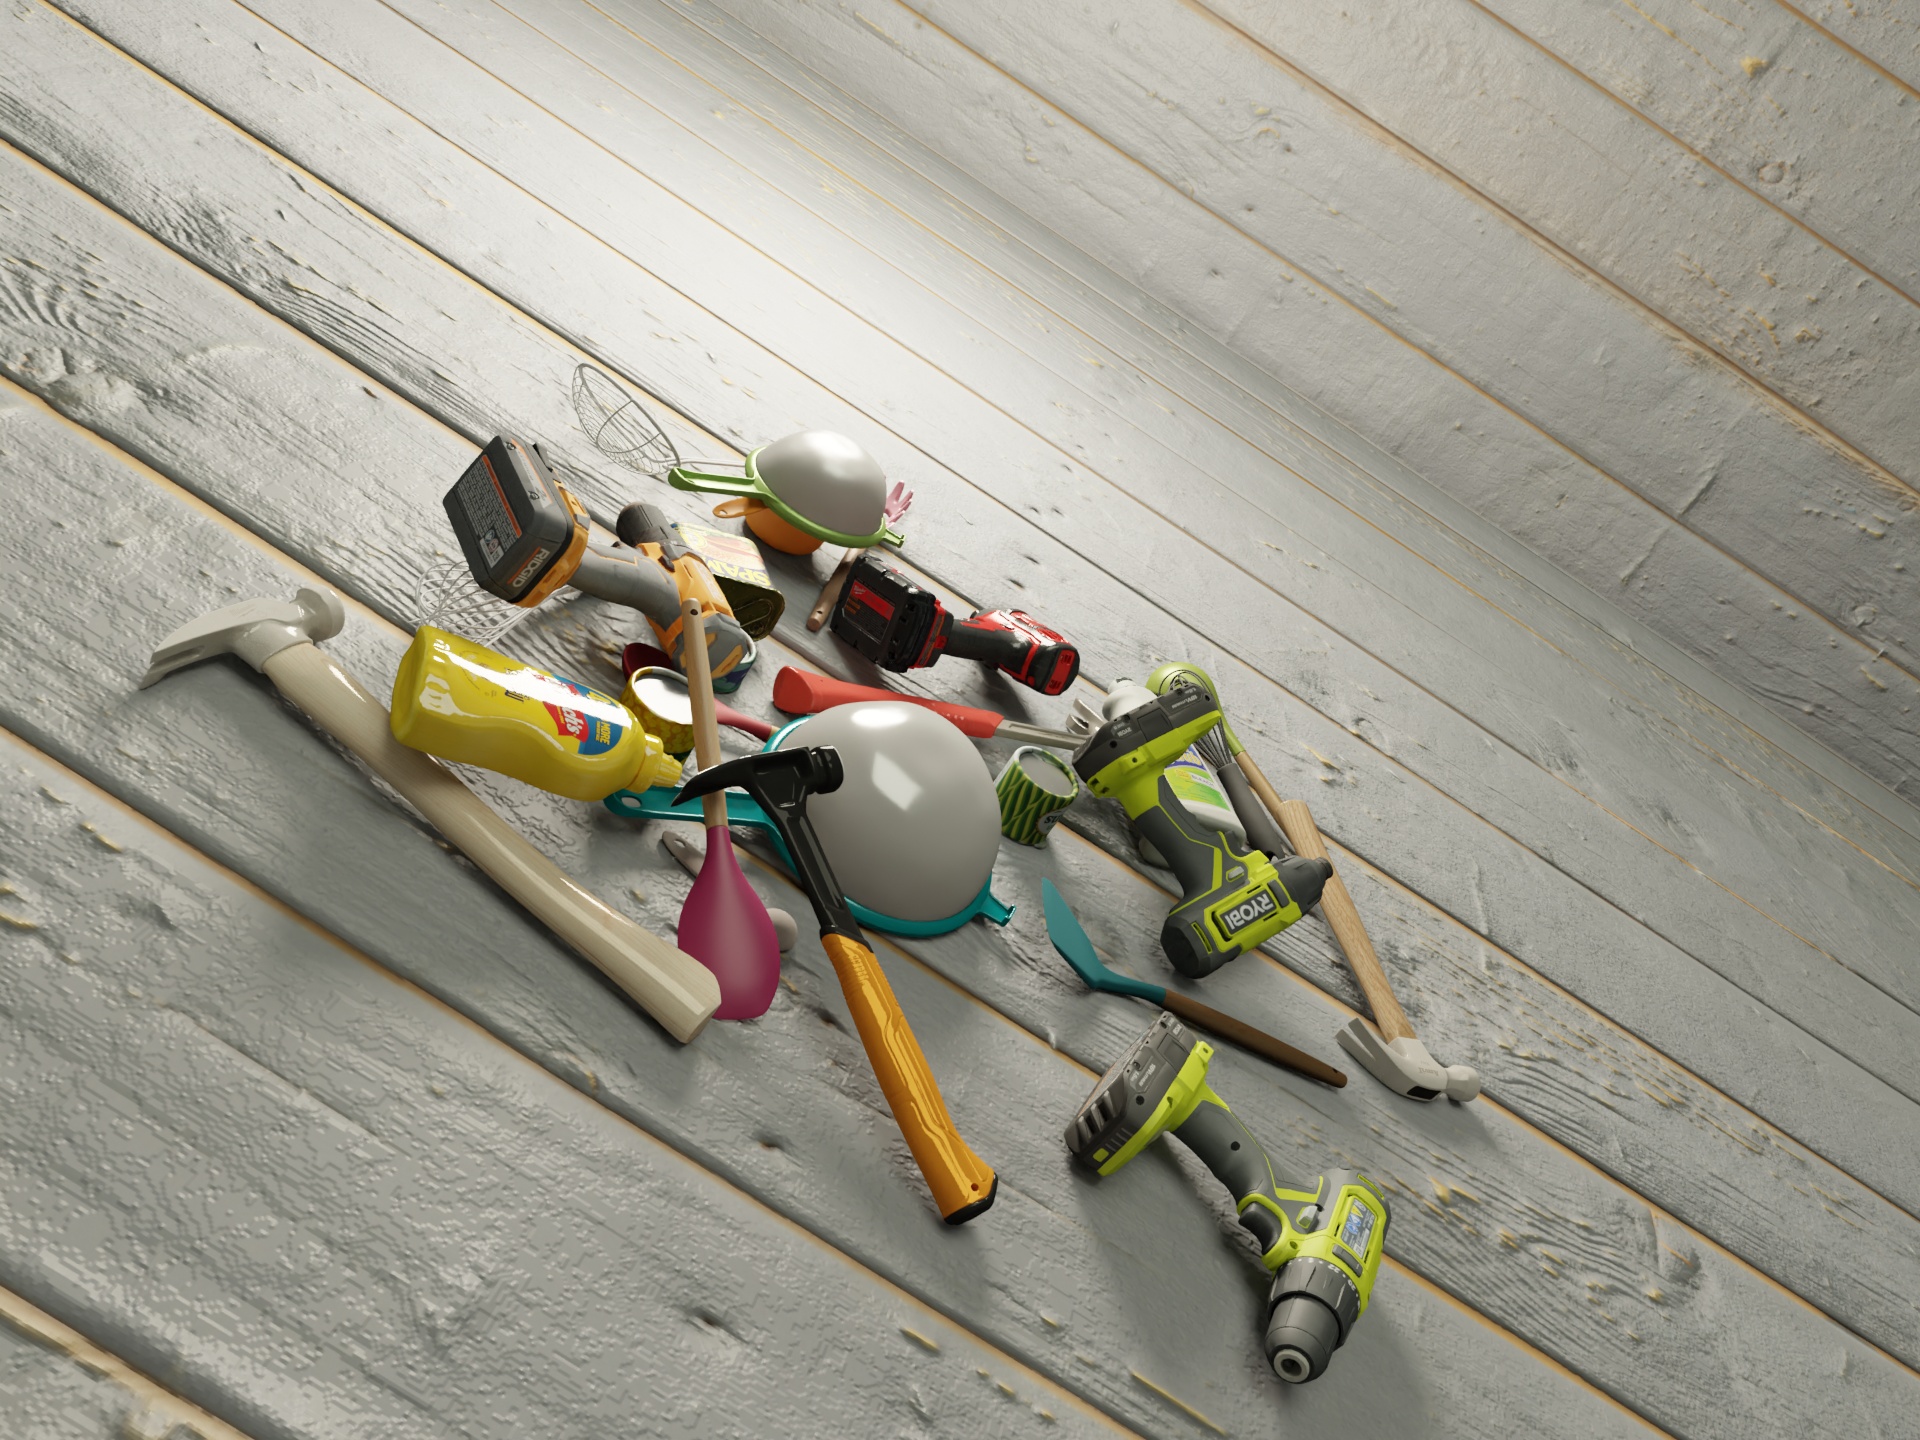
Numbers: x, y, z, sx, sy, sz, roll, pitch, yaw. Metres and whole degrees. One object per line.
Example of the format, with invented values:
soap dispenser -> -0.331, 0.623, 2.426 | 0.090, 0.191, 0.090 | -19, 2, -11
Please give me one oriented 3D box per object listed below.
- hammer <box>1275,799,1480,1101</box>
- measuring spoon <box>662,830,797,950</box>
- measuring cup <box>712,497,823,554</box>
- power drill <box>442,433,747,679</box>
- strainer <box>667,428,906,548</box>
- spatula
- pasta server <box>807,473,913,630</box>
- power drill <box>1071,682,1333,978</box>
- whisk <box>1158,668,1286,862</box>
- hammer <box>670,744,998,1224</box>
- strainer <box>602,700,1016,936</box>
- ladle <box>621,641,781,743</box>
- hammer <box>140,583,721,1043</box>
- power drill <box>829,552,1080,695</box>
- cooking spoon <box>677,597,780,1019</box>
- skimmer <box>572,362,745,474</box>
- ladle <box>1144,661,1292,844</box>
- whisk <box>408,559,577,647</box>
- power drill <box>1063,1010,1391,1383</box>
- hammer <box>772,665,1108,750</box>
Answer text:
hammer -> 0.364, 0.204, 1.482 | 0.130, 0.031, 0.332 | 14, 39, -30
measuring spoon -> -0.161, 0.114, 1.112 | 0.124, 0.018, 0.034 | 40, 29, 11
measuring cup -> -0.188, -0.191, 1.511 | 0.095, 0.052, 0.173 | 43, 32, 14
power drill -> -0.276, -0.133, 1.208 | 0.226, 0.084, 0.186 | 26, 25, -50
strainer -> -0.158, -0.233, 1.475 | 0.256, 0.069, 0.152 | -3, 46, -50
spatula -> 0.189, 0.226, 1.279 | 0.317, 0.044, 0.082 | 27, 26, -16
pasta server -> -0.105, -0.169, 1.577 | 0.060, 0.040, 0.316 | 20, 31, -1
power drill -> 0.211, 0.089, 1.374 | 0.171, 0.080, 0.223 | -25, 78, -26
whisk -> 0.265, 0.051, 1.596 | 0.055, 0.055, 0.239 | 1, 55, -45
hammer -> -0.071, 0.168, 1.036 | 0.127, 0.034, 0.337 | -10, 64, -40
strainer -> -0.093, 0.047, 1.178 | 0.340, 0.095, 0.211 | 8, 46, -39
ladle -> -0.131, 0.019, 1.278 | 0.315, 0.031, 0.069 | 25, 33, -21
hammer -> -0.322, 0.064, 1.005 | 0.411, 0.038, 0.146 | 39, 31, 8
power drill -> -0.004, -0.086, 1.496 | 0.219, 0.078, 0.143 | 11, 18, -40
cooking spoon -> -0.170, 0.052, 1.094 | 0.068, 0.017, 0.319 | 1, 60, -23
skimmer -> -0.223, -0.281, 1.566 | 0.127, 0.090, 0.363 | 33, 23, 34
ladle -> 0.296, 0.064, 1.648 | 0.078, 0.062, 0.320 | 6, 46, -51
whisk -> -0.326, -0.103, 1.238 | 0.070, 0.070, 0.284 | 39, 24, 8
power drill -> 0.187, 0.327, 1.094 | 0.228, 0.080, 0.190 | 42, 29, 8
hammer -> -0.002, -0.005, 1.420 | 0.358, 0.036, 0.149 | 11, 21, -31
